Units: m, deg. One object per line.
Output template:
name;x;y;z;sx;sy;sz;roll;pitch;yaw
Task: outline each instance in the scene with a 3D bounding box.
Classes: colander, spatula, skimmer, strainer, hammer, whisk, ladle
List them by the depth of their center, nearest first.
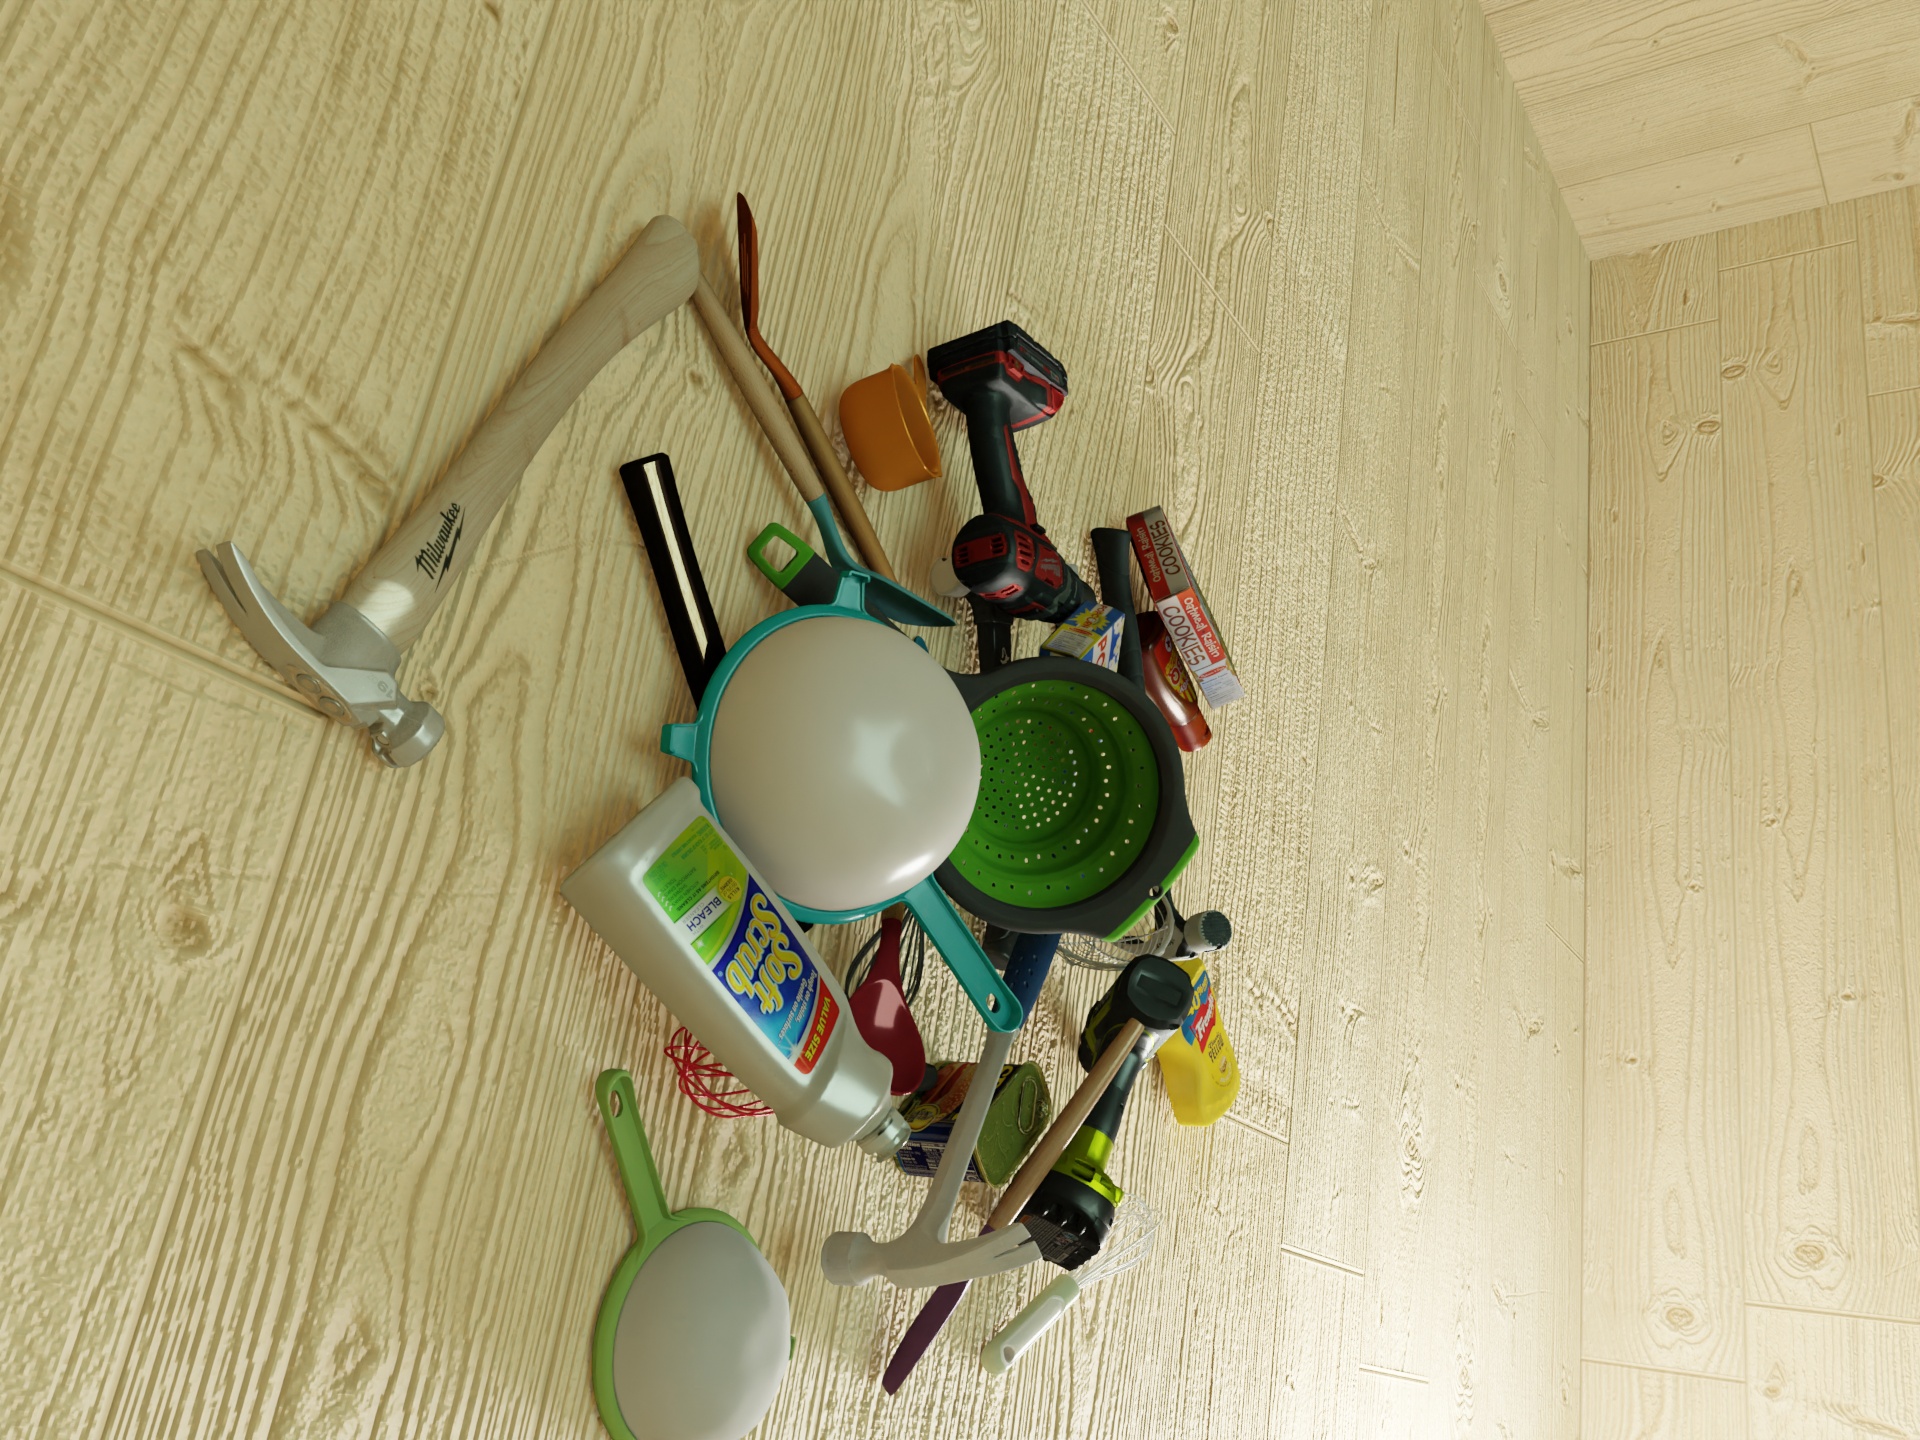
hammer;-0.259;-0.172;0.908;0.146;0.038;0.411;54;44;-34
strainer;-0.157;0.326;0.950;0.151;0.069;0.256;-32;113;-53
hammer;-0.159;-0.009;1.034;0.130;0.031;0.331;-34;112;-53
strainer;-0.027;0.077;1.040;0.211;0.095;0.340;-45;112;-33
whisk;-0.095;0.233;1.069;0.295;0.073;0.073;25;65;-57
spatula;-0.108;-0.186;1.121;0.044;0.082;0.317;-40;115;-26
ladle;-0.047;0.120;1.131;0.069;0.031;0.316;29;47;-31
spatula;-0.100;-0.215;1.138;0.322;0.041;0.081;64;0;-32
hammer;0.034;0.232;1.150;0.035;0.144;0.406;64;32;-28
spatula;0.039;0.348;1.156;0.018;0.060;0.316;39;77;-6
colander;-0.002;-0.004;1.171;0.397;0.094;0.204;42;89;-14
whisk;-0.035;0.133;1.185;0.055;0.055;0.239;57;38;-34
hammer;0.035;0.038;1.306;0.146;0.035;0.335;5;81;-55
whisk;0.094;0.466;1.319;0.246;0.059;0.058;-24;93;-50
skimmer;0.111;0.033;1.368;0.127;0.090;0.363;0;79;-13
hammer;0.160;0.015;1.440;0.036;0.149;0.409;1;74;-28

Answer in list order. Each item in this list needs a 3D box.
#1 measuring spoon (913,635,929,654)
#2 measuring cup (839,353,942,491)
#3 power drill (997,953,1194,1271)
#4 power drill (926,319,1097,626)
measuring spoon;-0.029;-0.002;1.241;0.042;0.021;0.129;6;71;-54
measuring cup;-0.054;-0.237;1.216;0.174;0.052;0.095;-89;157;-57
power drill;0.106;0.316;1.283;0.229;0.080;0.190;-62;177;-31
power drill;0.051;-0.187;1.293;0.187;0.080;0.227;21;59;-58
